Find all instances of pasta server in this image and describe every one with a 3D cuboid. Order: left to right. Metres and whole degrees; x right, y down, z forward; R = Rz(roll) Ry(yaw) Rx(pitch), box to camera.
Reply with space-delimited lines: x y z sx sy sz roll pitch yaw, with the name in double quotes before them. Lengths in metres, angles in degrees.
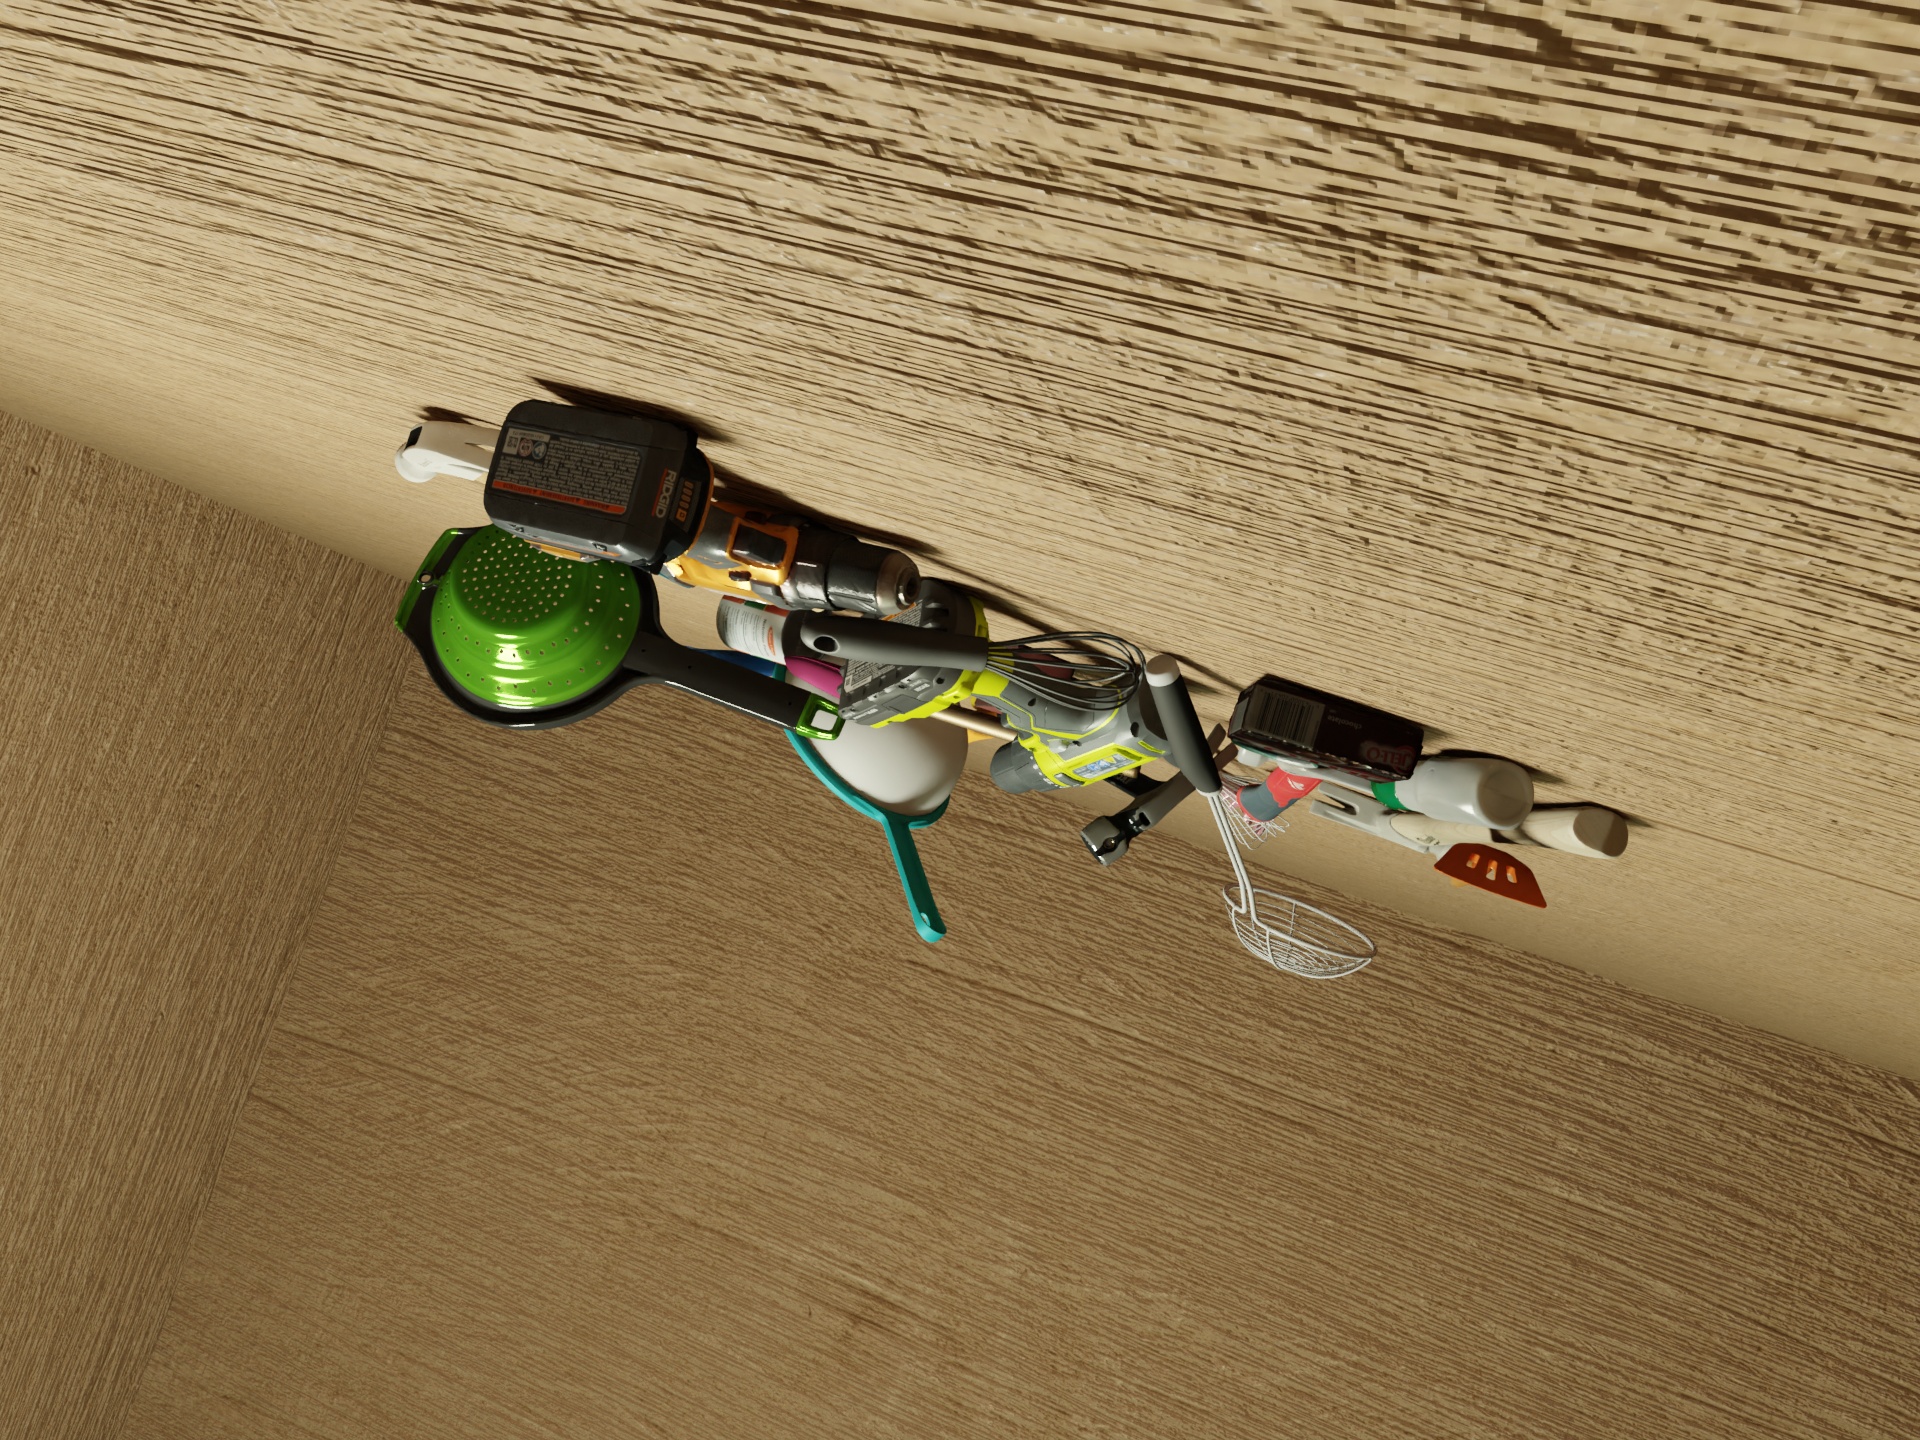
"pasta server" 0.242 0.058 1.647 0.316 0.040 0.060 26 -163 -49

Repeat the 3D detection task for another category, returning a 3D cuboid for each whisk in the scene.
"whisk" 0.012 -0.042 1.036 0.239 0.055 0.055 7 179 -18
"whisk" 0.254 0.064 1.553 0.070 0.070 0.284 16 170 36

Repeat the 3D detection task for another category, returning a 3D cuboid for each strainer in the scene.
"strainer" -0.046 0.036 1.423 0.210 0.095 0.341 22 -145 -41

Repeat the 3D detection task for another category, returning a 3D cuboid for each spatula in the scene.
"spatula" 0.411 0.127 1.275 0.081 0.041 0.322 20 175 14

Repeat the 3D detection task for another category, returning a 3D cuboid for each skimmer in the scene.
"skimmer" 0.219 0.070 1.176 0.127 0.090 0.362 32 157 48

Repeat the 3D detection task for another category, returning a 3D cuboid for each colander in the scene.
"colander" -0.282 -0.075 1.315 0.397 0.205 0.094 20 159 6

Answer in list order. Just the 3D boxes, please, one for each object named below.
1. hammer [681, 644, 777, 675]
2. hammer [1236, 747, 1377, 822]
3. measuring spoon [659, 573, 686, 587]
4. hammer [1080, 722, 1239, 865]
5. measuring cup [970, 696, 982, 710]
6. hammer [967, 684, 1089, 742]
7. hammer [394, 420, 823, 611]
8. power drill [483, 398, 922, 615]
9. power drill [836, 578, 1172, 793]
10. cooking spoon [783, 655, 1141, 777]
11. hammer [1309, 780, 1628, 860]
"hammer" -0.180 -0.056 1.571 0.144 0.035 0.405 19 -172 18
"hammer" 0.294 0.058 1.352 0.143 0.038 0.386 17 173 7
"measuring spoon" -0.295 -0.159 1.433 0.128 0.021 0.042 31 172 -24
"hammer" 0.128 0.034 1.455 0.036 0.149 0.409 54 176 -13
"measuring cup" 0.068 -0.010 1.588 0.062 0.029 0.157 23 176 -40
"hammer" 0.052 -0.003 1.504 0.127 0.034 0.337 21 169 -15
"hammer" -0.241 -0.146 1.173 0.331 0.031 0.130 19 170 -27
"power drill" -0.143 -0.112 0.942 0.185 0.084 0.226 14 178 26
"power drill" 0.026 -0.009 1.171 0.228 0.080 0.190 23 151 -31
"cooking spoon" -0.002 -0.004 1.329 0.319 0.017 0.068 17 158 15
"hammer" 0.403 0.082 1.269 0.146 0.038 0.410 21 175 -2
